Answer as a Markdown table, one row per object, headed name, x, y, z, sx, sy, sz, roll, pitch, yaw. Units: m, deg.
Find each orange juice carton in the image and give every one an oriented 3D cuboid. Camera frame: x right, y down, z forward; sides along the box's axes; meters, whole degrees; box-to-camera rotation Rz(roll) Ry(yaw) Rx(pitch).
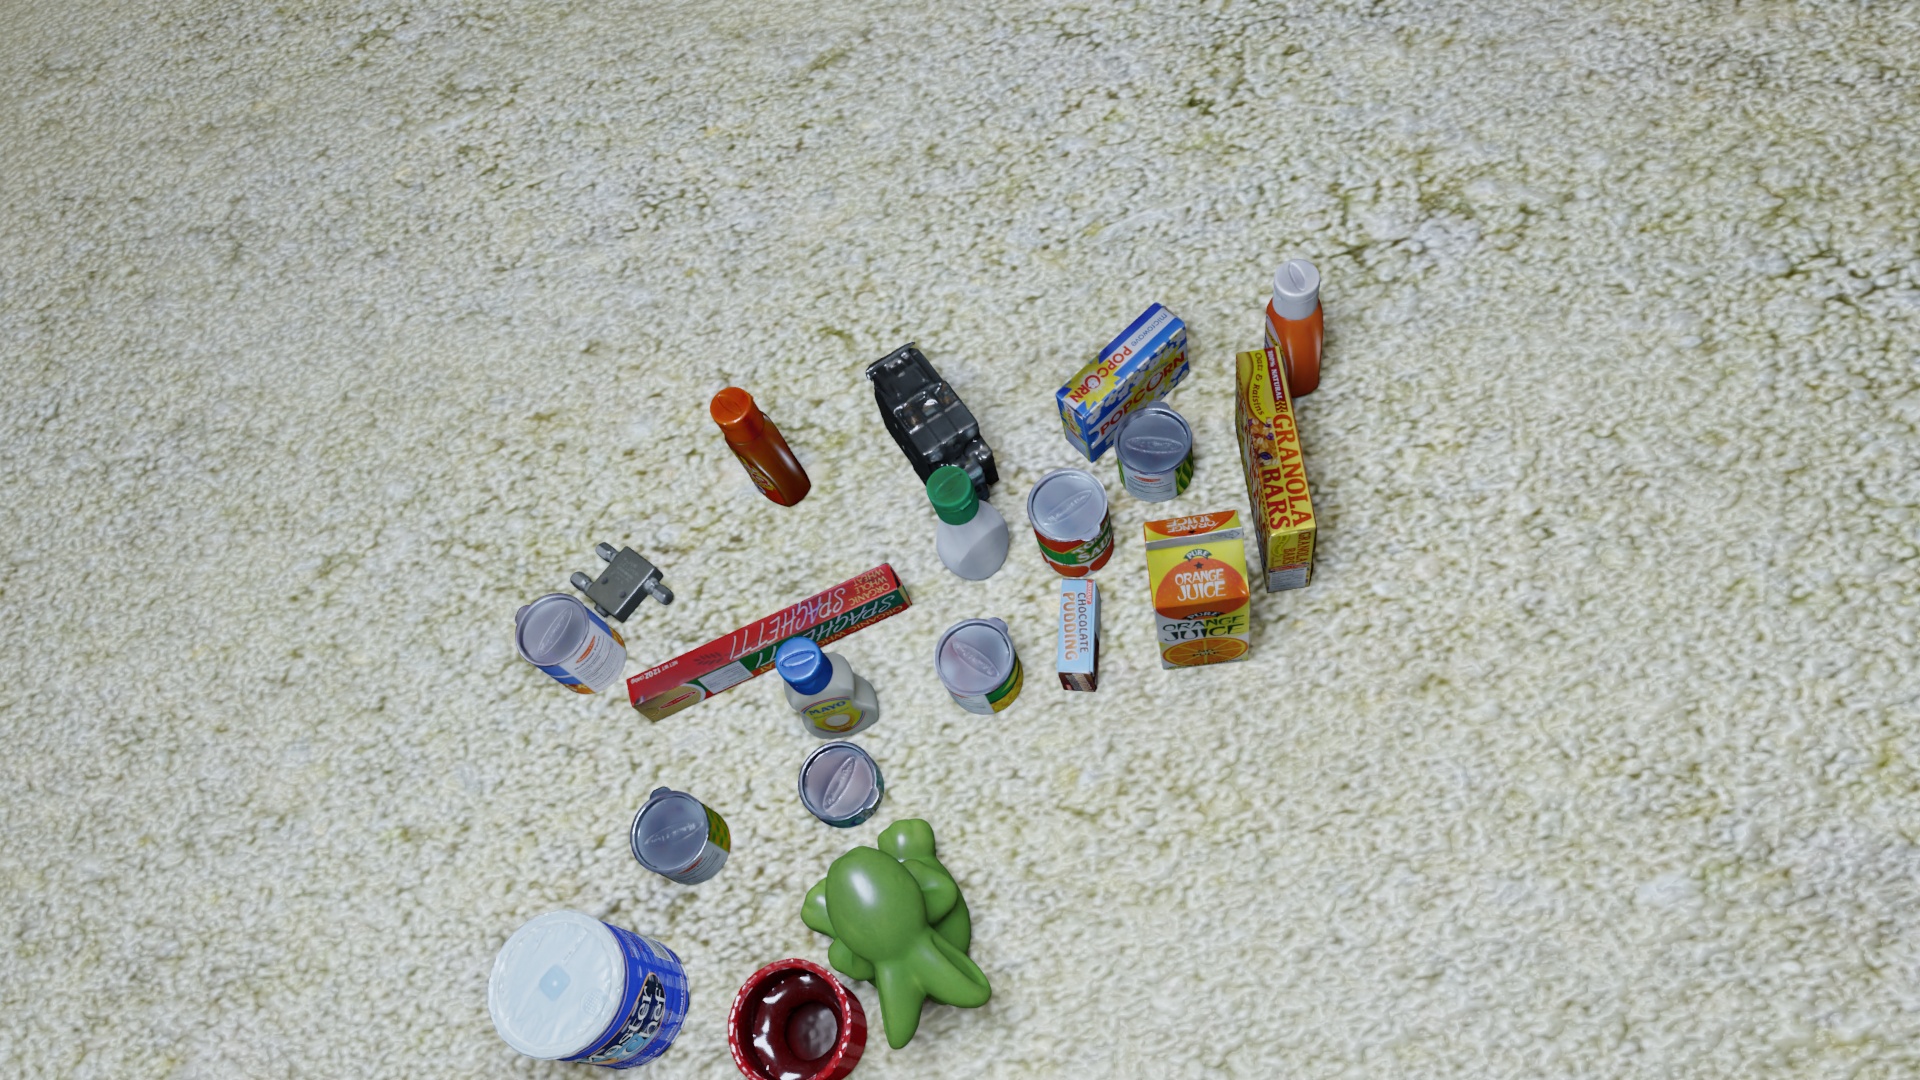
| name | x | y | z | sx | sy | sz | roll | pitch | yaw |
| --- | --- | --- | --- | --- | --- | --- | --- | --- | --- |
| orange juice carton | 0.183 | 0.034 | 1.072 | 0.072 | 0.192 | 0.073 | -7 | 65 | 8 |

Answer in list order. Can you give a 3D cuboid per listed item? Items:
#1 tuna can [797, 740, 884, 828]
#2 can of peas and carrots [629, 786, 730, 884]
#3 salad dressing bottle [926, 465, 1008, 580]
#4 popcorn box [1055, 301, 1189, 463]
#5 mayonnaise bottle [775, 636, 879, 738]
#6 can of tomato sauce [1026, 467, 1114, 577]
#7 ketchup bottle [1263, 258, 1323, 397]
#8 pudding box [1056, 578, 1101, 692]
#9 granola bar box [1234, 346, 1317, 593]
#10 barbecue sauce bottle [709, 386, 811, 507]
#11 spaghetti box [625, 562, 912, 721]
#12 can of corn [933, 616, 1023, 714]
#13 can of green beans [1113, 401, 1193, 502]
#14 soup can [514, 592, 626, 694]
| name | x | y | z | sx | sy | sz | roll | pitch | yaw |
| --- | --- | --- | --- | --- | --- | --- | --- | --- | --- |
| tuna can | -0.095 | 0.202 | 1.138 | 0.071 | 0.032 | 0.071 | -4 | 66 | 9 |
| can of peas and carrots | -0.228 | 0.241 | 1.132 | 0.071 | 0.058 | 0.071 | -4 | 66 | 9 |
| salad dressing bottle | 0.004 | -0.014 | 1.153 | 0.064 | 0.147 | 0.044 | -42 | 66 | -9 |
| popcorn box | 0.144 | -0.138 | 1.217 | 0.127 | 0.085 | 0.038 | -43 | 66 | -9 |
| mayonnaise bottle | -0.111 | 0.119 | 1.115 | 0.065 | 0.147 | 0.041 | -18 | 64 | 3 |
| can of tomato sauce | 0.096 | -0.012 | 1.170 | 0.071 | 0.083 | 0.071 | -4 | 66 | 9 |
| ketchup bottle | 0.282 | -0.182 | 1.175 | 0.043 | 0.148 | 0.065 | -20 | 64 | 2 |
| pudding box | 0.098 | 0.078 | 1.148 | 0.030 | 0.049 | 0.084 | 0 | 66 | 11 |
| granola bar box | 0.257 | -0.056 | 1.137 | 0.039 | 0.123 | 0.166 | -8 | 65 | 7 |
| barbecue sauce bottle | -0.178 | -0.084 | 1.219 | 0.065 | 0.148 | 0.044 | 38 | 78 | 23 |
| spaghetti box | -0.162 | 0.088 | 1.193 | 0.250 | 0.050 | 0.029 | -24 | 64 | -1 |
| can of corn | 0.018 | 0.103 | 1.147 | 0.071 | 0.058 | 0.071 | -4 | 66 | 9 |
| can of green beans | 0.168 | -0.073 | 1.198 | 0.071 | 0.057 | 0.071 | -4 | 66 | 9 |
| soup can | -0.339 | 0.090 | 1.207 | 0.071 | 0.083 | 0.071 | -4 | 66 | 9 |
